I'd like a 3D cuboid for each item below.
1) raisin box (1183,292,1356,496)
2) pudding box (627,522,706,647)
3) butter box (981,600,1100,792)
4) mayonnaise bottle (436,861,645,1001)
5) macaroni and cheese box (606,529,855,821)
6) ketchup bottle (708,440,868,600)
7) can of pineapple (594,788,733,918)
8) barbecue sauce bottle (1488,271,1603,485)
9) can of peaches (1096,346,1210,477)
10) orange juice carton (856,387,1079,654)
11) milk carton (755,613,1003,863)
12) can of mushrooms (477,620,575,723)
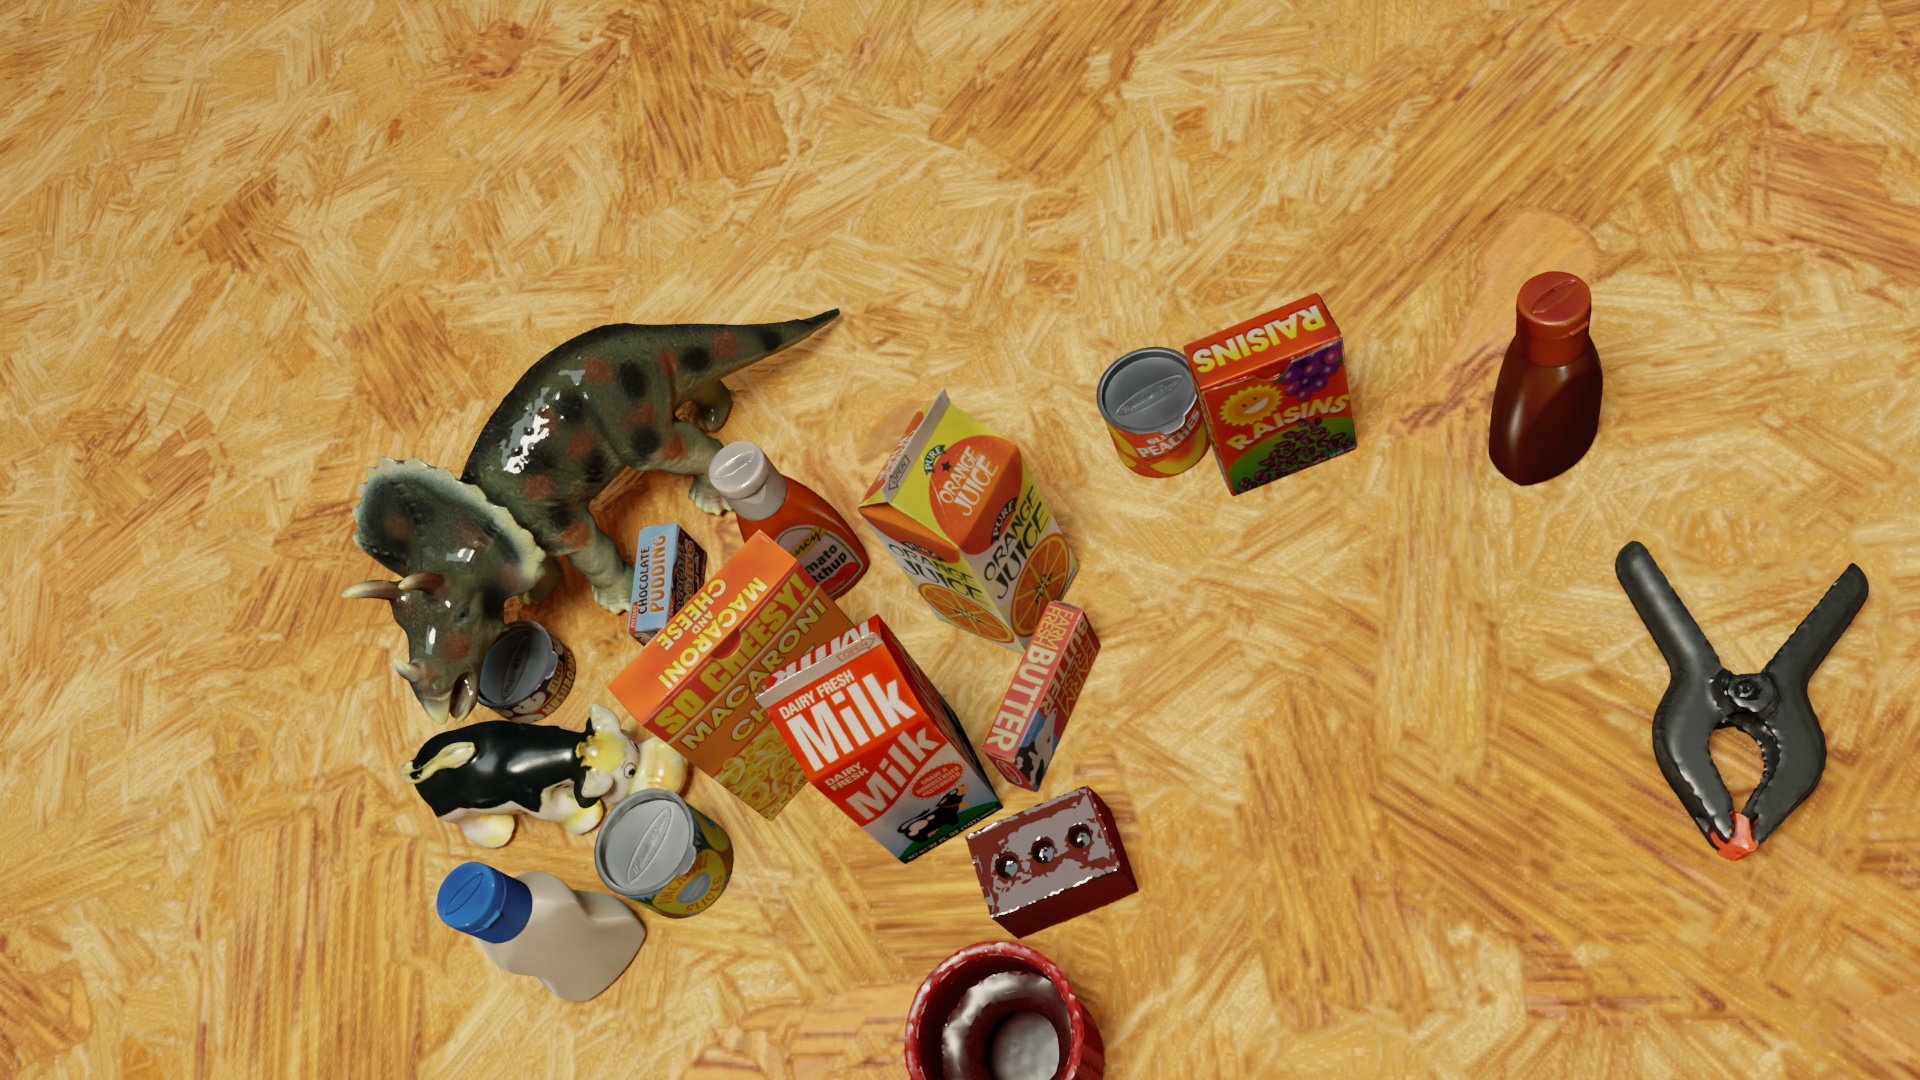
[{"bbox_3d":[0.189,-0.085,0.841,0.086,0.123,0.040,-21,57,8],"label":"raisin box"},{"bbox_3d":[-0.201,0.035,0.955,0.030,0.049,0.084,-9,59,15],"label":"pudding box"},{"bbox_3d":[0.049,0.092,0.830,0.024,0.053,0.104,16,68,27],"label":"butter box"},{"bbox_3d":[-0.242,0.222,0.802,0.041,0.147,0.065,35,78,32],"label":"mayonnaise bottle"},{"bbox_3d":[-0.115,0.085,0.825,0.040,0.166,0.124,36,78,32],"label":"macaroni and cheese box"},{"bbox_3d":[-0.113,-0.011,0.890,0.065,0.148,0.044,-35,56,-1],"label":"ketchup bottle"},{"bbox_3d":[-0.179,0.194,0.850,0.071,0.057,0.071,-9,59,15],"label":"can of pineapple"},{"bbox_3d":[0.329,-0.090,0.778,0.065,0.148,0.044,-34,56,-1],"label":"barbecue sauce bottle"},{"bbox_3d":[0.127,-0.080,0.900,0.071,0.058,0.071,-9,59,15],"label":"can of peaches"},{"bbox_3d":[0.003,-0.010,0.822,0.073,0.192,0.072,21,70,29],"label":"orange juice carton"},{"bbox_3d":[-0.045,0.107,0.773,0.072,0.190,0.074,-30,56,1],"label":"milk carton"},{"bbox_3d":[-0.303,0.092,0.968,0.071,0.033,0.071,-9,59,15],"label":"can of mushrooms"}]
